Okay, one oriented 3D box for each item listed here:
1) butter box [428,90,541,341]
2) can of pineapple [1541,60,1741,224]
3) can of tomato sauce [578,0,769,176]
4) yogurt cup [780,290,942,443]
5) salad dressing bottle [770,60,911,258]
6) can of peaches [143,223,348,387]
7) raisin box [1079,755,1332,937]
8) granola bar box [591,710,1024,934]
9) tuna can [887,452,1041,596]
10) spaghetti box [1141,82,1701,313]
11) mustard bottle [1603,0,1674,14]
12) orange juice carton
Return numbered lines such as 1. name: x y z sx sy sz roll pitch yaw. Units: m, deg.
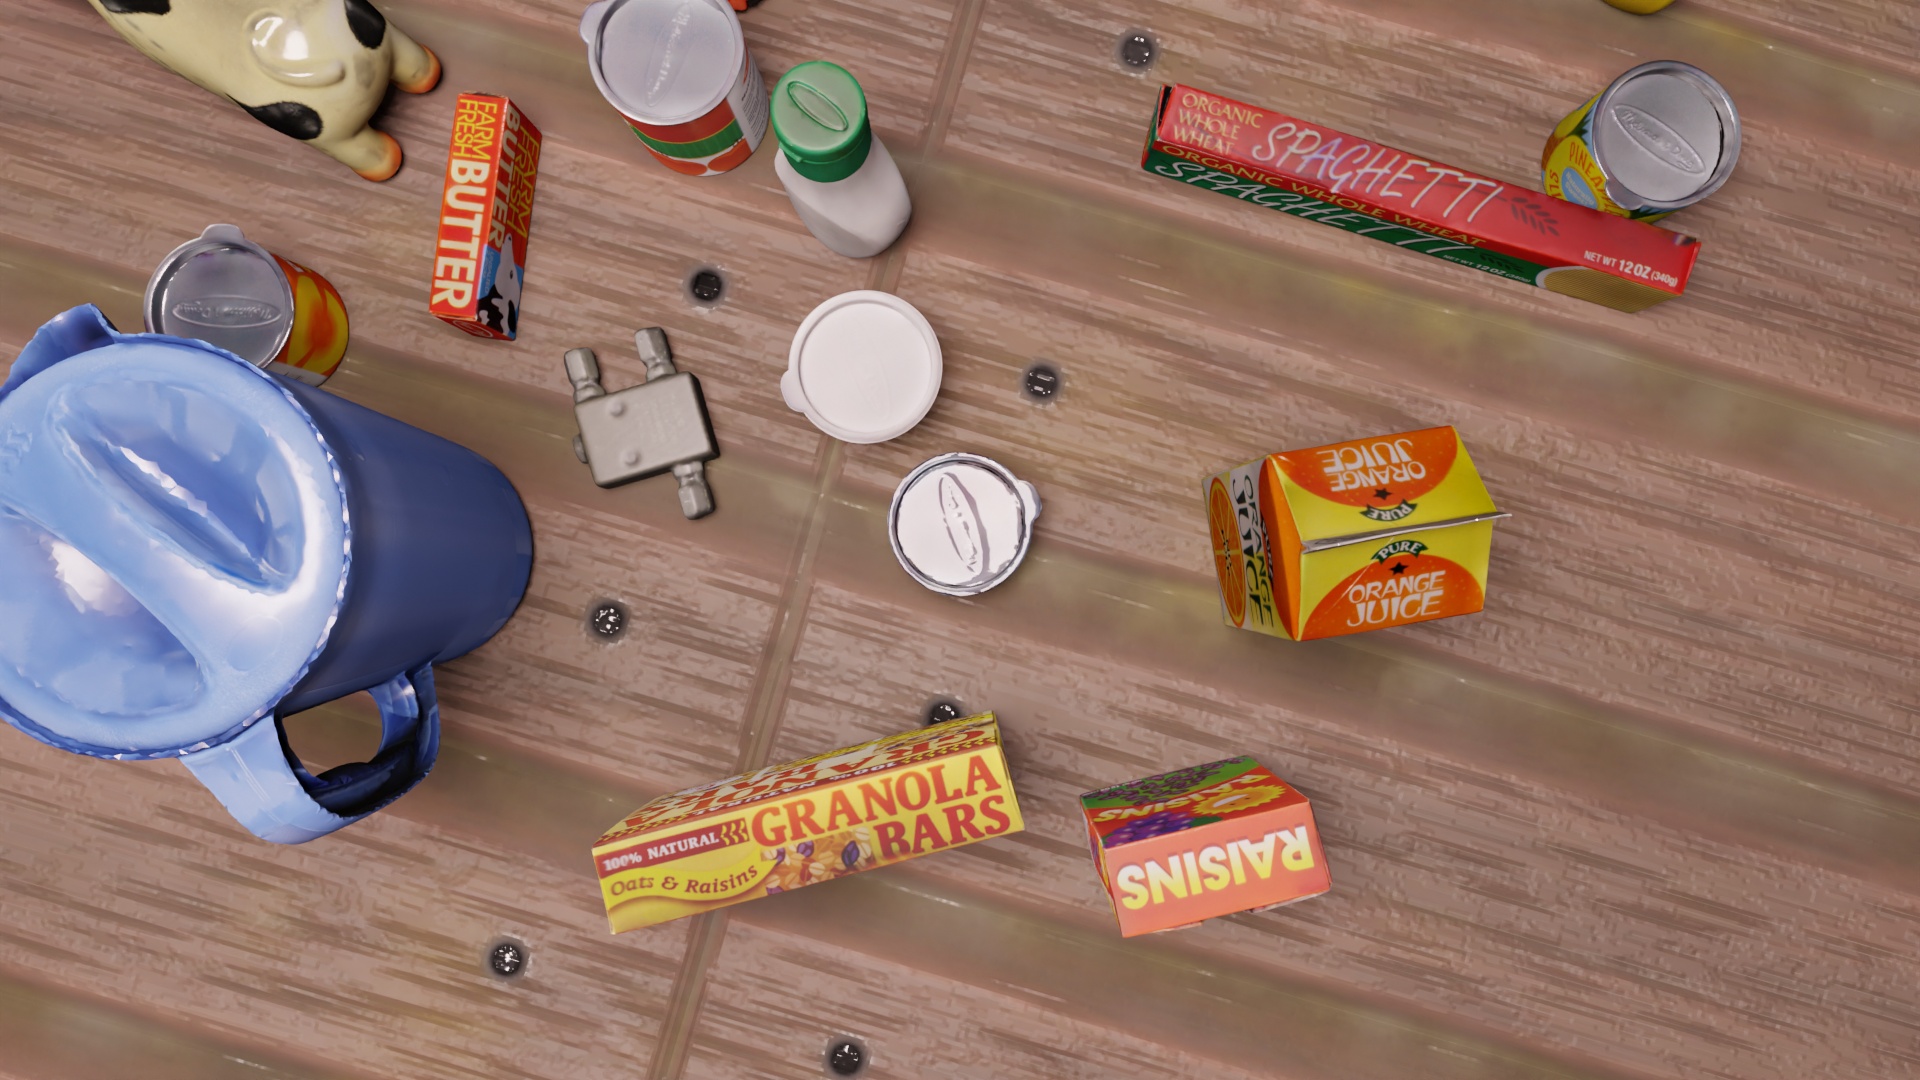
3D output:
1. butter box: -0.218 -0.148 0.640 0.024 0.053 0.103 7 88 0
2. can of pineapple: 0.308 -0.177 0.637 0.071 0.058 0.071 0 89 0
3. can of tomato sauce: -0.126 -0.207 0.627 0.071 0.083 0.071 0 89 0
4. yogurt cup: -0.042 -0.076 0.637 0.072 0.054 0.072 0 88 0
5. salad dressing bottle: -0.053 -0.160 0.593 0.064 0.147 0.044 39 89 1
6. can of peaches: -0.324 -0.103 0.636 0.071 0.058 0.071 0 89 0
7. raisin box: 0.099 0.128 0.595 0.086 0.123 0.040 -13 89 0
8. granola bar box: -0.059 0.115 0.596 0.166 0.124 0.039 -14 89 0
9. tuna can: 0.002 -0.008 0.645 0.071 0.033 0.071 0 88 0
10. spaghetti box: 0.206 -0.156 0.641 0.250 0.050 0.028 17 89 1
11. mustard bottle: 0.323 -0.281 0.589 0.049 0.160 0.065 30 89 1
12. orange juice carton: 0.153 -0.001 0.565 0.072 0.192 0.073 -9 89 0
